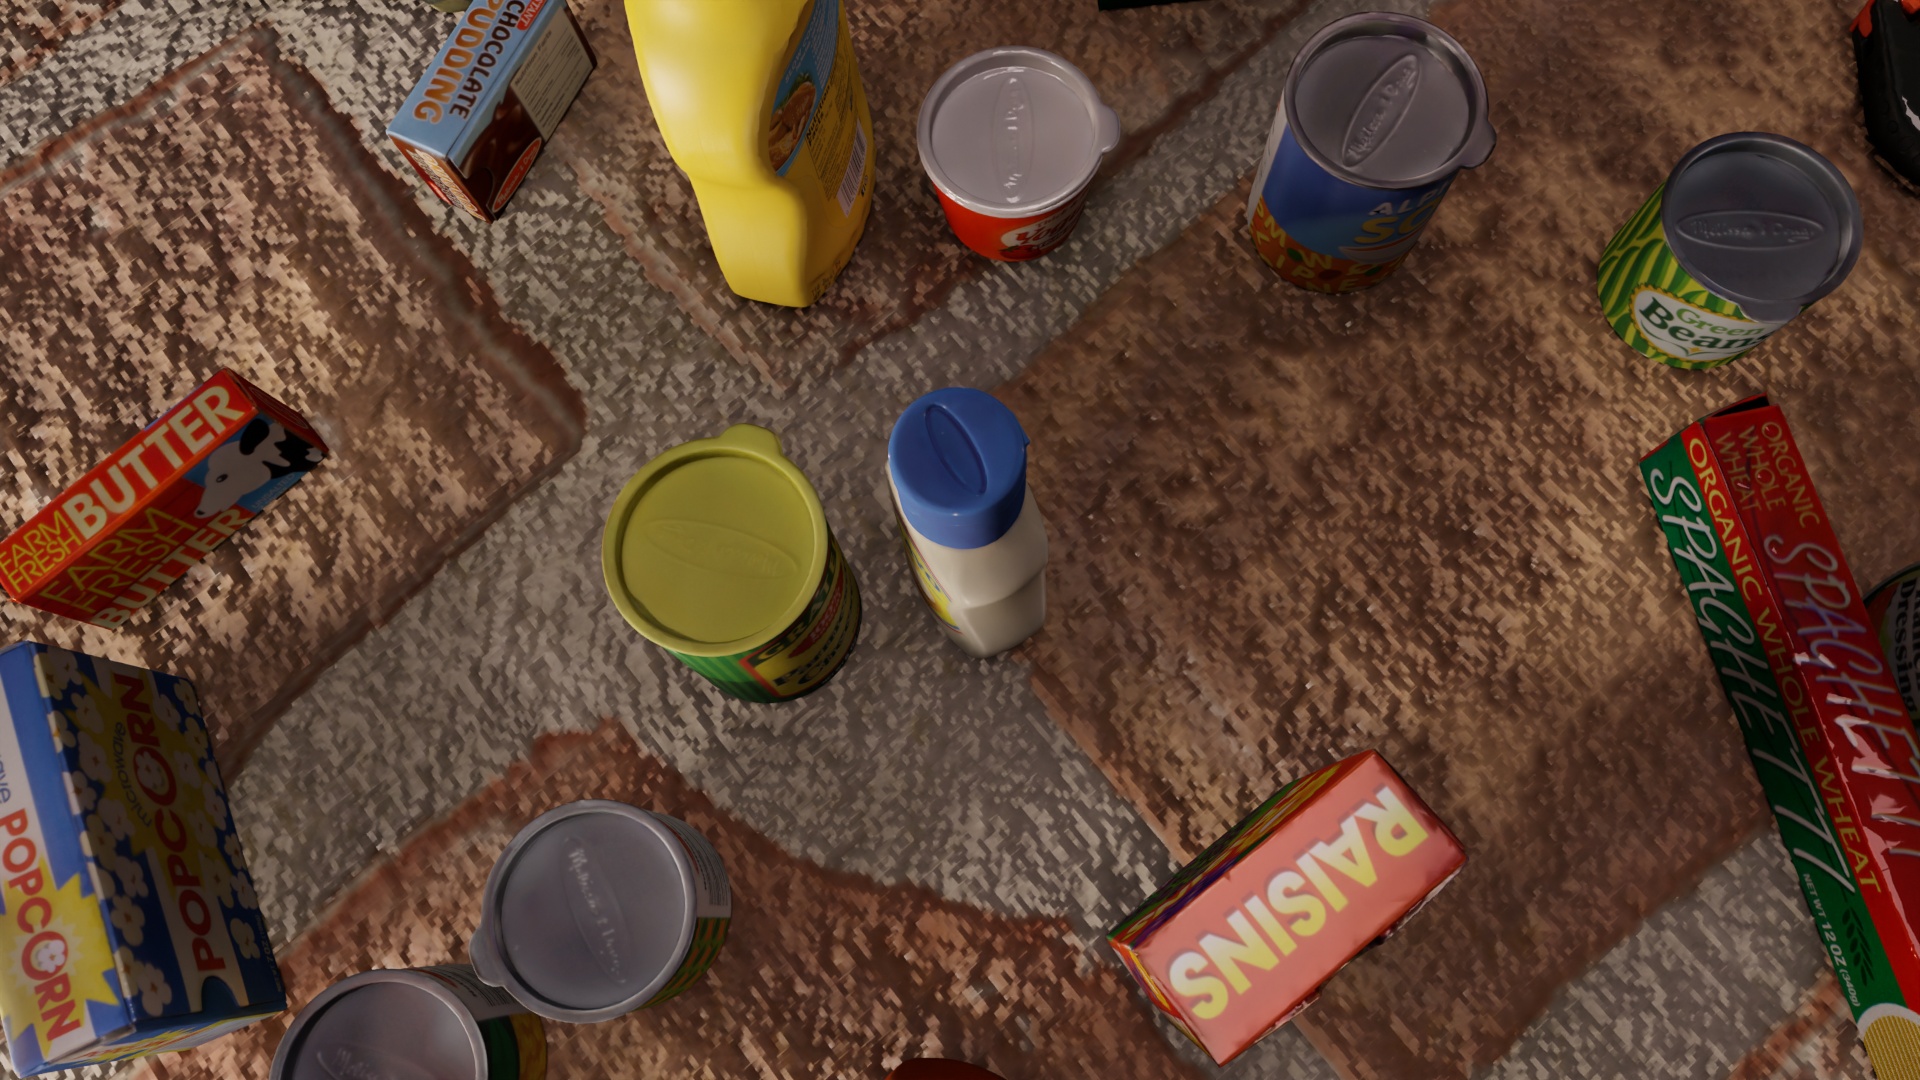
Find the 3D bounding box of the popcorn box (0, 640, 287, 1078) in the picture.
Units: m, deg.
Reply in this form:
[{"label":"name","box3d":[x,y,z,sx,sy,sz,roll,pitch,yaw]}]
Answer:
[{"label":"popcorn box","box3d":[-0.272,0.101,0.446,0.038,0.085,0.127,-24,75,-4]}]

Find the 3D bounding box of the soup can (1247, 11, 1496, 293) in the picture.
[{"label":"soup can","box3d":[0.143,-0.133,0.494,0.071,0.083,0.071,-1,75,2]}]

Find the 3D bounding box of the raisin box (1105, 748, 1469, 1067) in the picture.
[{"label":"raisin box","box3d":[0.089,0.108,0.409,0.086,0.123,0.040,-37,77,-7]}]

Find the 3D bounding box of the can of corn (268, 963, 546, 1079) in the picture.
[{"label":"can of corn","box3d":[-0.172,0.170,0.437,0.071,0.058,0.071,-1,75,2]}]

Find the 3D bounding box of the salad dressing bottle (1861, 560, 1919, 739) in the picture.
[{"label":"salad dressing bottle","box3d":[0.318,0.027,0.409,0.044,0.147,0.064,10,76,5]}]

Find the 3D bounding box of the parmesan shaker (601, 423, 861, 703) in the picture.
[{"label":"parmesan shaker","box3d":[-0.068,0.012,0.453,0.071,0.103,0.071,-1,75,2]}]

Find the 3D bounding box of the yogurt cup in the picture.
[{"label":"yogurt cup","box3d":[0.019,-0.140,0.516,0.072,0.054,0.072,-1,75,2]}]

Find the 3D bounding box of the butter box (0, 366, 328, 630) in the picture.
[{"label":"butter box","box3d":[-0.283,-0.013,0.495,0.103,0.053,0.024,-42,77,-8]}]

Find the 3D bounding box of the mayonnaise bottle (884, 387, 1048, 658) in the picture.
[{"label":"mayonnaise bottle","box3d":[0.002,-0.005,0.431,0.041,0.147,0.065,-29,76,-5]}]

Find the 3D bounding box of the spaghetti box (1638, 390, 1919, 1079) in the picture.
[{"label":"spaghetti box","box3d":[0.285,0.076,0.448,0.029,0.050,0.250,-13,75,-1]}]

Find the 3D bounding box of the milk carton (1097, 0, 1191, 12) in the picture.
[{"label":"milk carton","box3d":[0.083,-0.273,0.480,0.073,0.190,0.072,-7,75,1]}]

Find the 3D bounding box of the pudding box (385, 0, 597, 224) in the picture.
[{"label":"pudding box","box3d":[-0.179,-0.172,0.536,0.030,0.049,0.084,25,77,9]}]

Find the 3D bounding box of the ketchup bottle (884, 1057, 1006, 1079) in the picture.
[{"label":"ketchup bottle","box3d":[-0.001,0.175,0.381,0.065,0.148,0.043,24,78,9]}]

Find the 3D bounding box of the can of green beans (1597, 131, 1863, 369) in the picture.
[{"label":"can of green beans","box3d":[0.270,-0.101,0.493,0.071,0.057,0.071,-1,75,2]}]

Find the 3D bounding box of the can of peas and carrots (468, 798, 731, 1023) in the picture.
[{"label":"can of peas and carrots","box3d":[-0.114,0.120,0.448,0.071,0.058,0.071,-1,75,2]}]
